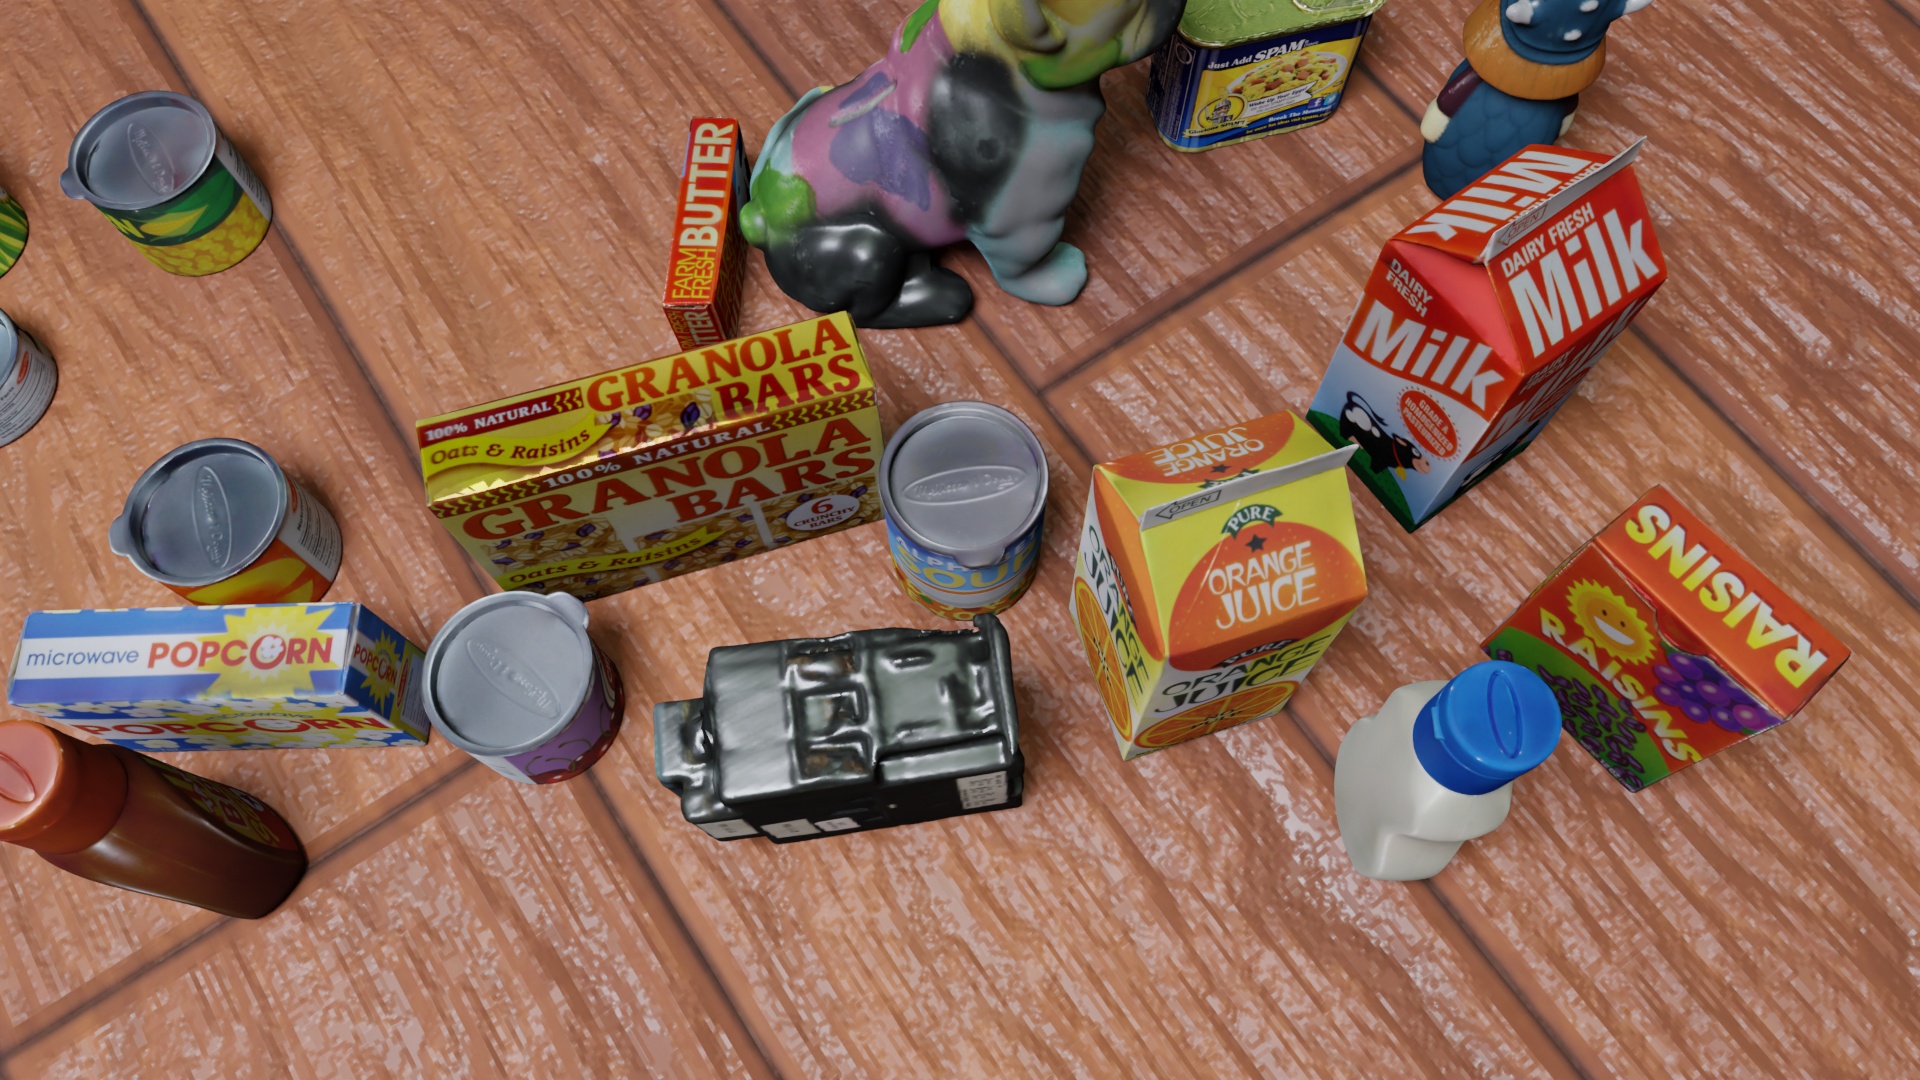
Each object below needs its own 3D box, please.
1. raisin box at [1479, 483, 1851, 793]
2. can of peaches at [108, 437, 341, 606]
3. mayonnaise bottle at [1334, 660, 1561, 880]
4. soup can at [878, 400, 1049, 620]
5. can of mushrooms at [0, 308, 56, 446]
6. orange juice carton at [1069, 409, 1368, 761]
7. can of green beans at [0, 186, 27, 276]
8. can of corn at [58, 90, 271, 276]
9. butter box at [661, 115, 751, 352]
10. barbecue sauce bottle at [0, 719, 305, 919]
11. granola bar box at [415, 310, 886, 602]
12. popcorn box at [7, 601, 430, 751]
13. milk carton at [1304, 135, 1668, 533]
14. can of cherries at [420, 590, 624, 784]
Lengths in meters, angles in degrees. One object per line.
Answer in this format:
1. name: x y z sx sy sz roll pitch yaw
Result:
1. raisin box: 0.259 0.041 0.528 0.040 0.123 0.086 -37 72 -13
2. can of peaches: -0.308 -0.001 0.588 0.071 0.058 0.071 0 68 1
3. mayonnaise bottle: 0.171 0.082 0.499 0.041 0.147 0.065 -1 68 1
4. soup can: 0.002 -0.007 0.572 0.071 0.083 0.071 0 68 1
5. can of mushrooms: -0.456 -0.075 0.633 0.071 0.033 0.071 0 68 1
6. orange juice carton: 0.089 0.016 0.503 0.072 0.192 0.073 -16 69 -6
7. can of green beans: -0.489 -0.156 0.654 0.071 0.057 0.071 0 68 1
8. can of corn: -0.373 -0.166 0.656 0.071 0.058 0.071 0 68 1
9. butter box: -0.116 -0.139 0.645 0.024 0.053 0.104 3 68 2
10. barbecue sauce bottle: -0.296 0.100 0.497 0.065 0.148 0.044 32 72 13
11. granola bar box: -0.114 -0.028 0.561 0.166 0.123 0.039 -16 69 -5
12. popcorn box: -0.286 0.056 0.549 0.127 0.085 0.038 -2 68 0
13. milk carton: 0.203 -0.082 0.543 0.072 0.190 0.073 -33 71 -12
14. can of cherries: -0.172 0.059 0.561 0.071 0.058 0.072 0 68 1
